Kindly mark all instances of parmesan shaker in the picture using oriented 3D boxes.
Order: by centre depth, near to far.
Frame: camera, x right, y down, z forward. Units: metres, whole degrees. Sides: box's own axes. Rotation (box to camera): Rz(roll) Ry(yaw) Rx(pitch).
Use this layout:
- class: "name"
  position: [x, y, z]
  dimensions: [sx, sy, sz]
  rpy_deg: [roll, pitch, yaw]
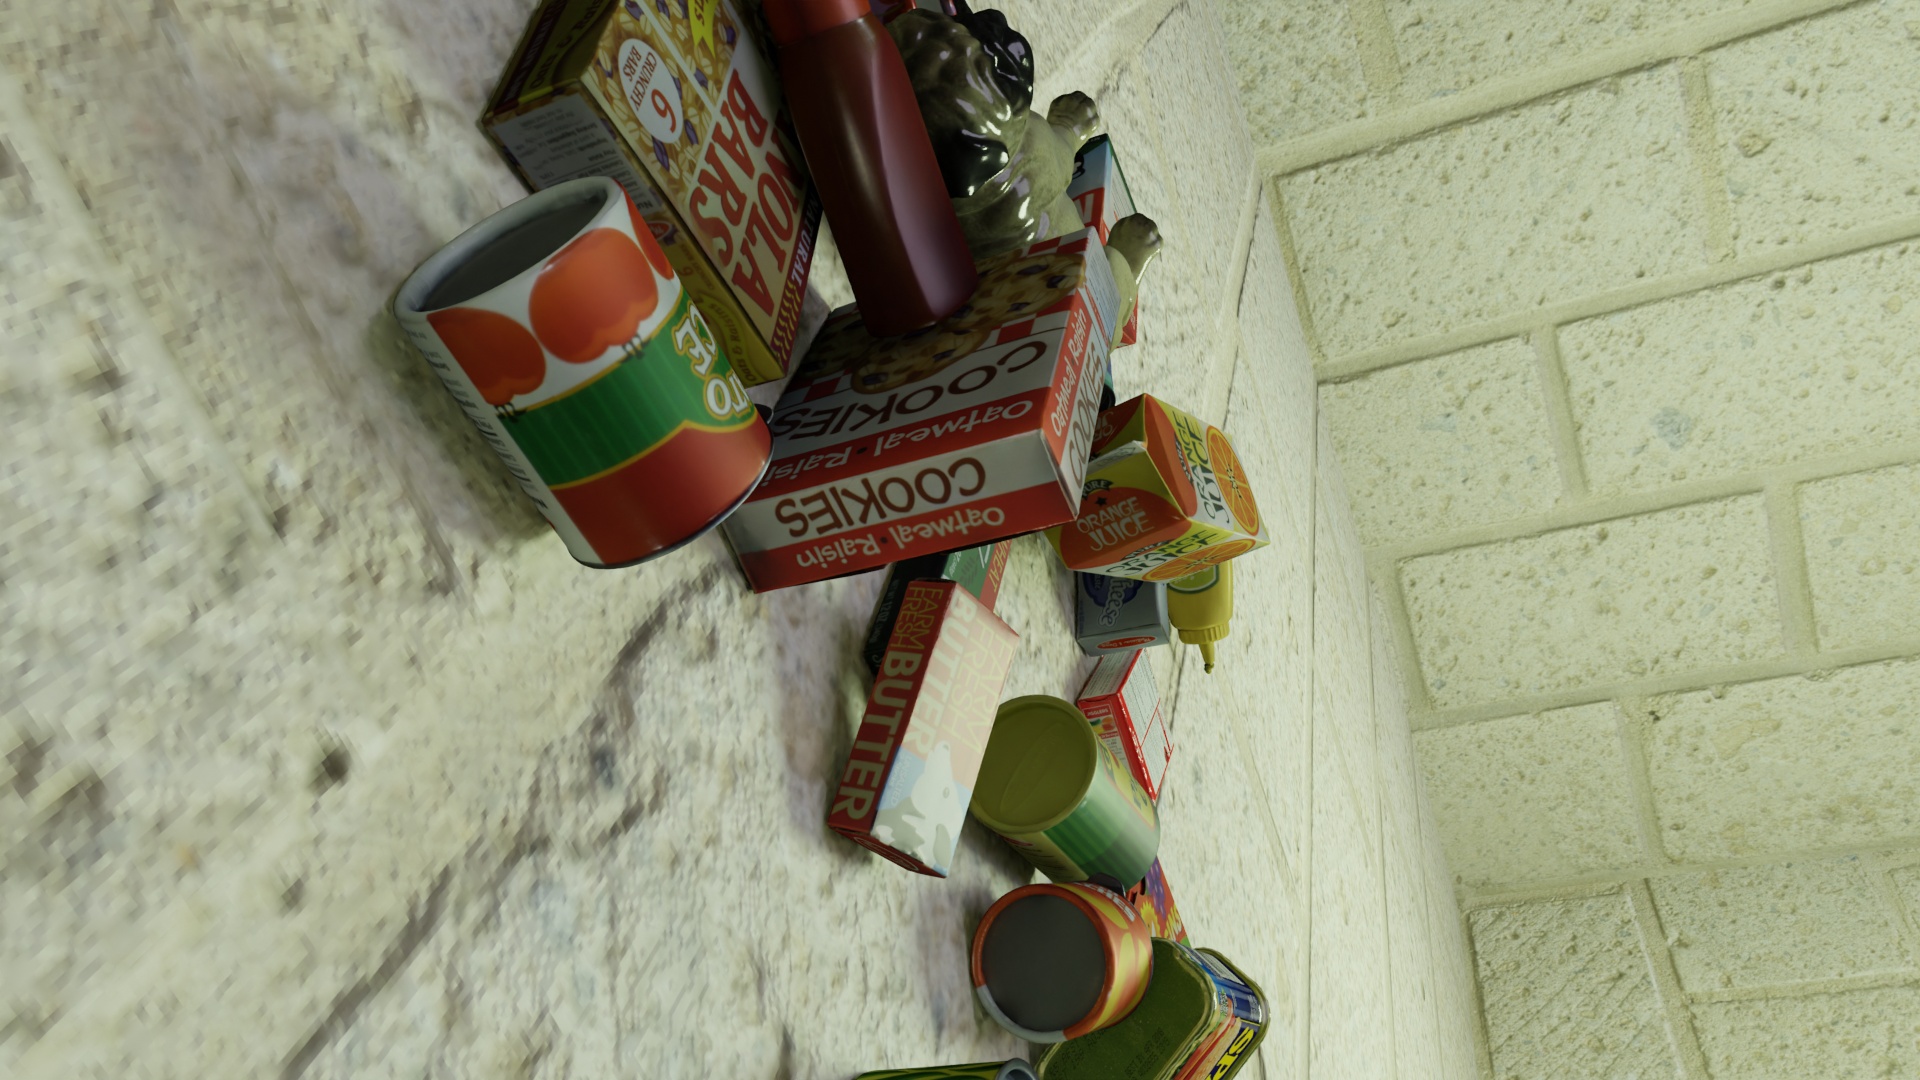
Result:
- class: "parmesan shaker"
  position: [0.048, 0.122, 0.659]
  dimensions: [0.102, 0.071, 0.071]
  rpy_deg: [51, 33, -51]

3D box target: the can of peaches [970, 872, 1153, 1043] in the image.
- class: "can of peaches"
  position: [0.046, 0.181, 0.609]
  dimensions: [0.058, 0.071, 0.071]
  rpy_deg: [28, 52, -63]

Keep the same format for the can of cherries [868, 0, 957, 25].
- class: "can of cherries"
  position: [-0.036, -0.242, 0.664]
  dimensions: [0.071, 0.058, 0.071]
  rpy_deg: [-14, 91, -70]

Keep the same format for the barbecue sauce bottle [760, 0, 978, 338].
- class: "barbecue sauce bottle"
  position: [-0.037, -0.154, 0.517]
  dimensions: [0.065, 0.043, 0.148]
  rpy_deg: [-63, 138, -56]

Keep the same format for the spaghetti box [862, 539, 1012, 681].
- class: "spaghetti box"
  position: [0.002, -0.008, 0.667]
  dimensions: [0.251, 0.028, 0.050]
  rpy_deg: [-72, 145, -54]

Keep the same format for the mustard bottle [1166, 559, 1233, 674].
- class: "mustard bottle"
  position: [0.180, 0.027, 1.065]
  dimensions: [0.049, 0.065, 0.160]
  rpy_deg: [-41, 120, -72]

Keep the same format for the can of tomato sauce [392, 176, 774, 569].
- class: "can of tomato sauce"
  position: [-0.097, -0.046, 0.372]
  dimensions: [0.071, 0.071, 0.082]
  rpy_deg: [-78, 148, -49]

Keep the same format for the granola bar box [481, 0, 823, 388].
- class: "granola bar box"
  position: [-0.092, -0.151, 0.489]
  dimensions: [0.123, 0.039, 0.166]
  rpy_deg: [57, 28, -44]

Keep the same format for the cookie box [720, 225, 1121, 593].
- class: "cookie box"
  position: [-0.008, -0.053, 0.530]
  dimensions: [0.168, 0.123, 0.040]
  rpy_deg: [-73, 144, -54]

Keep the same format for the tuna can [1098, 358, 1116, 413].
- class: "tuna can"
  position: [0.054, -0.092, 0.800]
  dimensions: [0.071, 0.071, 0.033]
  rpy_deg: [44, 37, -56]

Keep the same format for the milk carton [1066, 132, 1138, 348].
- class: "milk carton"
  position: [0.068, -0.173, 0.878]
  dimensions: [0.191, 0.072, 0.073]
  rpy_deg: [-81, 151, -47]

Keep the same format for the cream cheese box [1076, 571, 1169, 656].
- class: "cream cheese box"
  position: [0.101, 0.020, 0.872]
  dimensions: [0.024, 0.053, 0.104]
  rpy_deg: [57, 28, -48]

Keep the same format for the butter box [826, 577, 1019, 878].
- class: "butter box"
  position: [-0.012, 0.071, 0.535]
  dimensions: [0.053, 0.024, 0.104]
  rpy_deg: [41, 59, -45]

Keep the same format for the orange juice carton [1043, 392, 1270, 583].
- class: "orange juice carton"
  position: [0.099, -0.026, 0.758]
  dimensions: [0.193, 0.071, 0.073]
  rpy_deg: [10, 60, -61]

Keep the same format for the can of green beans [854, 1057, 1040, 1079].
- class: "can of green beans"
  position: [-0.005, 0.213, 0.473]
  dimensions: [0.071, 0.058, 0.071]
  rpy_deg: [-14, 91, -70]

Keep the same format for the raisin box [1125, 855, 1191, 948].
- class: "raisin box"
  position: [0.096, 0.230, 0.755]
  dimensions: [0.086, 0.040, 0.123]
  rpy_deg: [-64, 136, -58]
